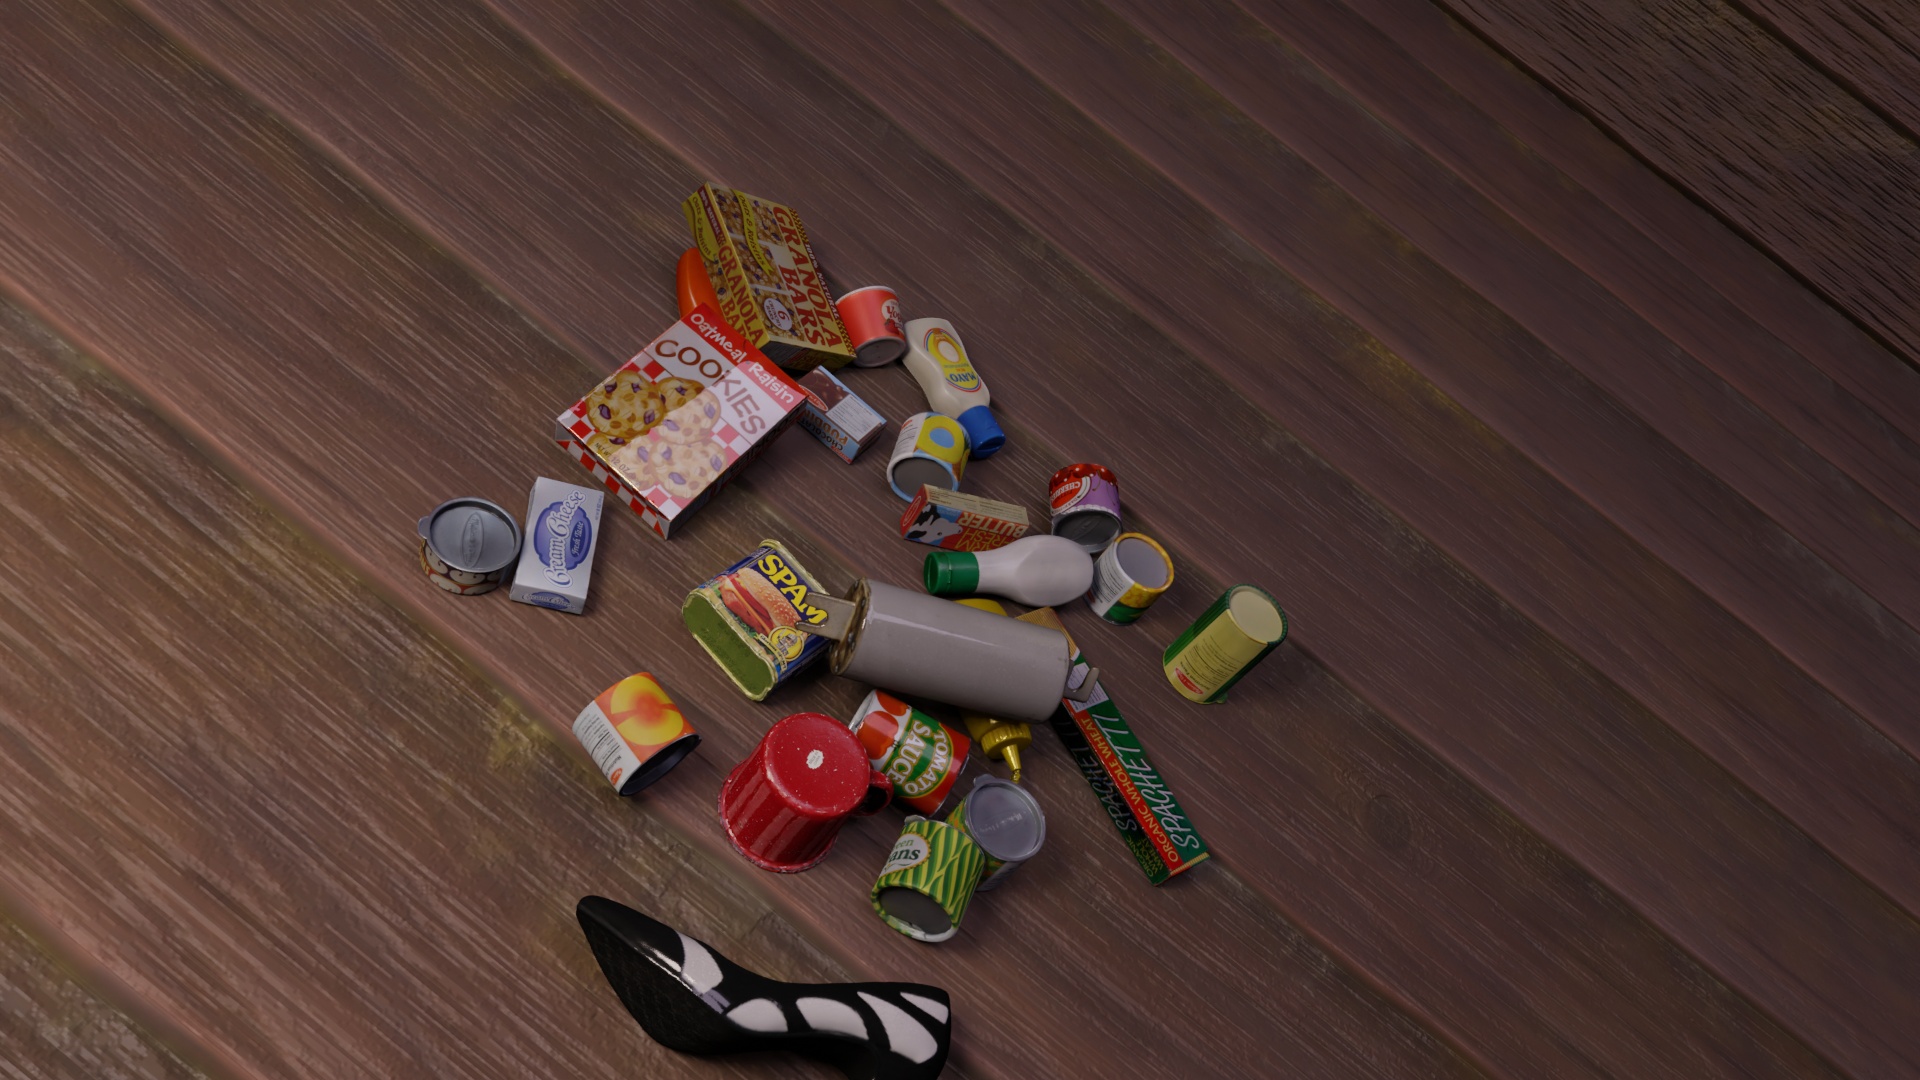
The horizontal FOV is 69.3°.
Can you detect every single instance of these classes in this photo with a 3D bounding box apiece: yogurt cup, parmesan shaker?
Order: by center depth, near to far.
[{"bbox_3d":[0.238,0.094,1.237,0.071,0.102,0.072,17,48,-20],"label":"parmesan shaker"},{"bbox_3d":[-0.084,-0.199,1.310,0.072,0.072,0.054,-4,66,-34],"label":"yogurt cup"}]

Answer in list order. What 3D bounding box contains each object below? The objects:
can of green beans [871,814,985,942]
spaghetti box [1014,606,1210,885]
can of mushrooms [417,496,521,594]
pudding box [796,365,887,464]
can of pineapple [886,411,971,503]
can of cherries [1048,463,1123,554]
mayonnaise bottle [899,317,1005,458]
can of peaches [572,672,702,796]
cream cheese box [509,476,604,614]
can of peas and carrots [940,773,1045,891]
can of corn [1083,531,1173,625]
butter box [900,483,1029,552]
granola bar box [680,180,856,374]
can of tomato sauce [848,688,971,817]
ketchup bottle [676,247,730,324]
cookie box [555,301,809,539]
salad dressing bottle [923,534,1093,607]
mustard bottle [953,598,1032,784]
[{"bbox_3d":[-0.023,0.242,0.986,0.071,0.071,0.058,33,45,-3],"label":"can of green beans"},{"bbox_3d":[0.117,0.168,1.157,0.050,0.028,0.250,-15,64,-39],"label":"spaghetti box"},{"bbox_3d":[-0.356,0.003,1.001,0.071,0.033,0.071,17,49,-20],"label":"can of mushrooms"},{"bbox_3d":[-0.113,-0.113,1.245,0.084,0.030,0.050,40,46,3],"label":"pudding box"},{"bbox_3d":[-0.026,-0.071,1.238,0.071,0.070,0.058,26,46,-11],"label":"can of pineapple"},{"bbox_3d":[0.114,-0.031,1.288,0.071,0.071,0.059,16,48,-20],"label":"can of cherries"},{"bbox_3d":[-0.006,-0.147,1.328,0.065,0.041,0.148,-10,61,-39],"label":"mayonnaise bottle"},{"bbox_3d":[-0.222,0.132,0.955,0.058,0.071,0.071,49,46,12],"label":"can of peaches"},{"bbox_3d":[-0.301,0.003,1.040,0.053,0.024,0.104,14,49,-20],"label":"cream cheese box"},{"bbox_3d":[0.020,0.218,1.036,0.071,0.058,0.071,17,47,-19],"label":"can of peas and carrots"},{"bbox_3d":[0.154,0.034,1.267,0.071,0.058,0.071,16,49,-19],"label":"can of corn"},{"bbox_3d":[0.004,-0.015,1.220,0.103,0.052,0.024,13,47,-23],"label":"butter box"},{"bbox_3d":[-0.172,-0.234,1.256,0.124,0.039,0.166,1,62,-57],"label":"granola bar box"},{"bbox_3d":[-0.043,0.158,1.039,0.083,0.070,0.071,30,45,-6],"label":"can of tomato sauce"},{"bbox_3d":[-0.219,-0.193,1.236,0.065,0.043,0.149,14,49,-31],"label":"ketchup bottle"},{"bbox_3d":[-0.223,-0.101,1.130,0.123,0.040,0.168,41,61,4],"label":"cookie box"},{"bbox_3d":[0.042,0.027,1.209,0.148,0.044,0.064,0,99,-25],"label":"salad dressing bottle"},{"bbox_3d":[0.026,0.123,1.123,0.065,0.048,0.161,0,55,-29],"label":"mustard bottle"}]
